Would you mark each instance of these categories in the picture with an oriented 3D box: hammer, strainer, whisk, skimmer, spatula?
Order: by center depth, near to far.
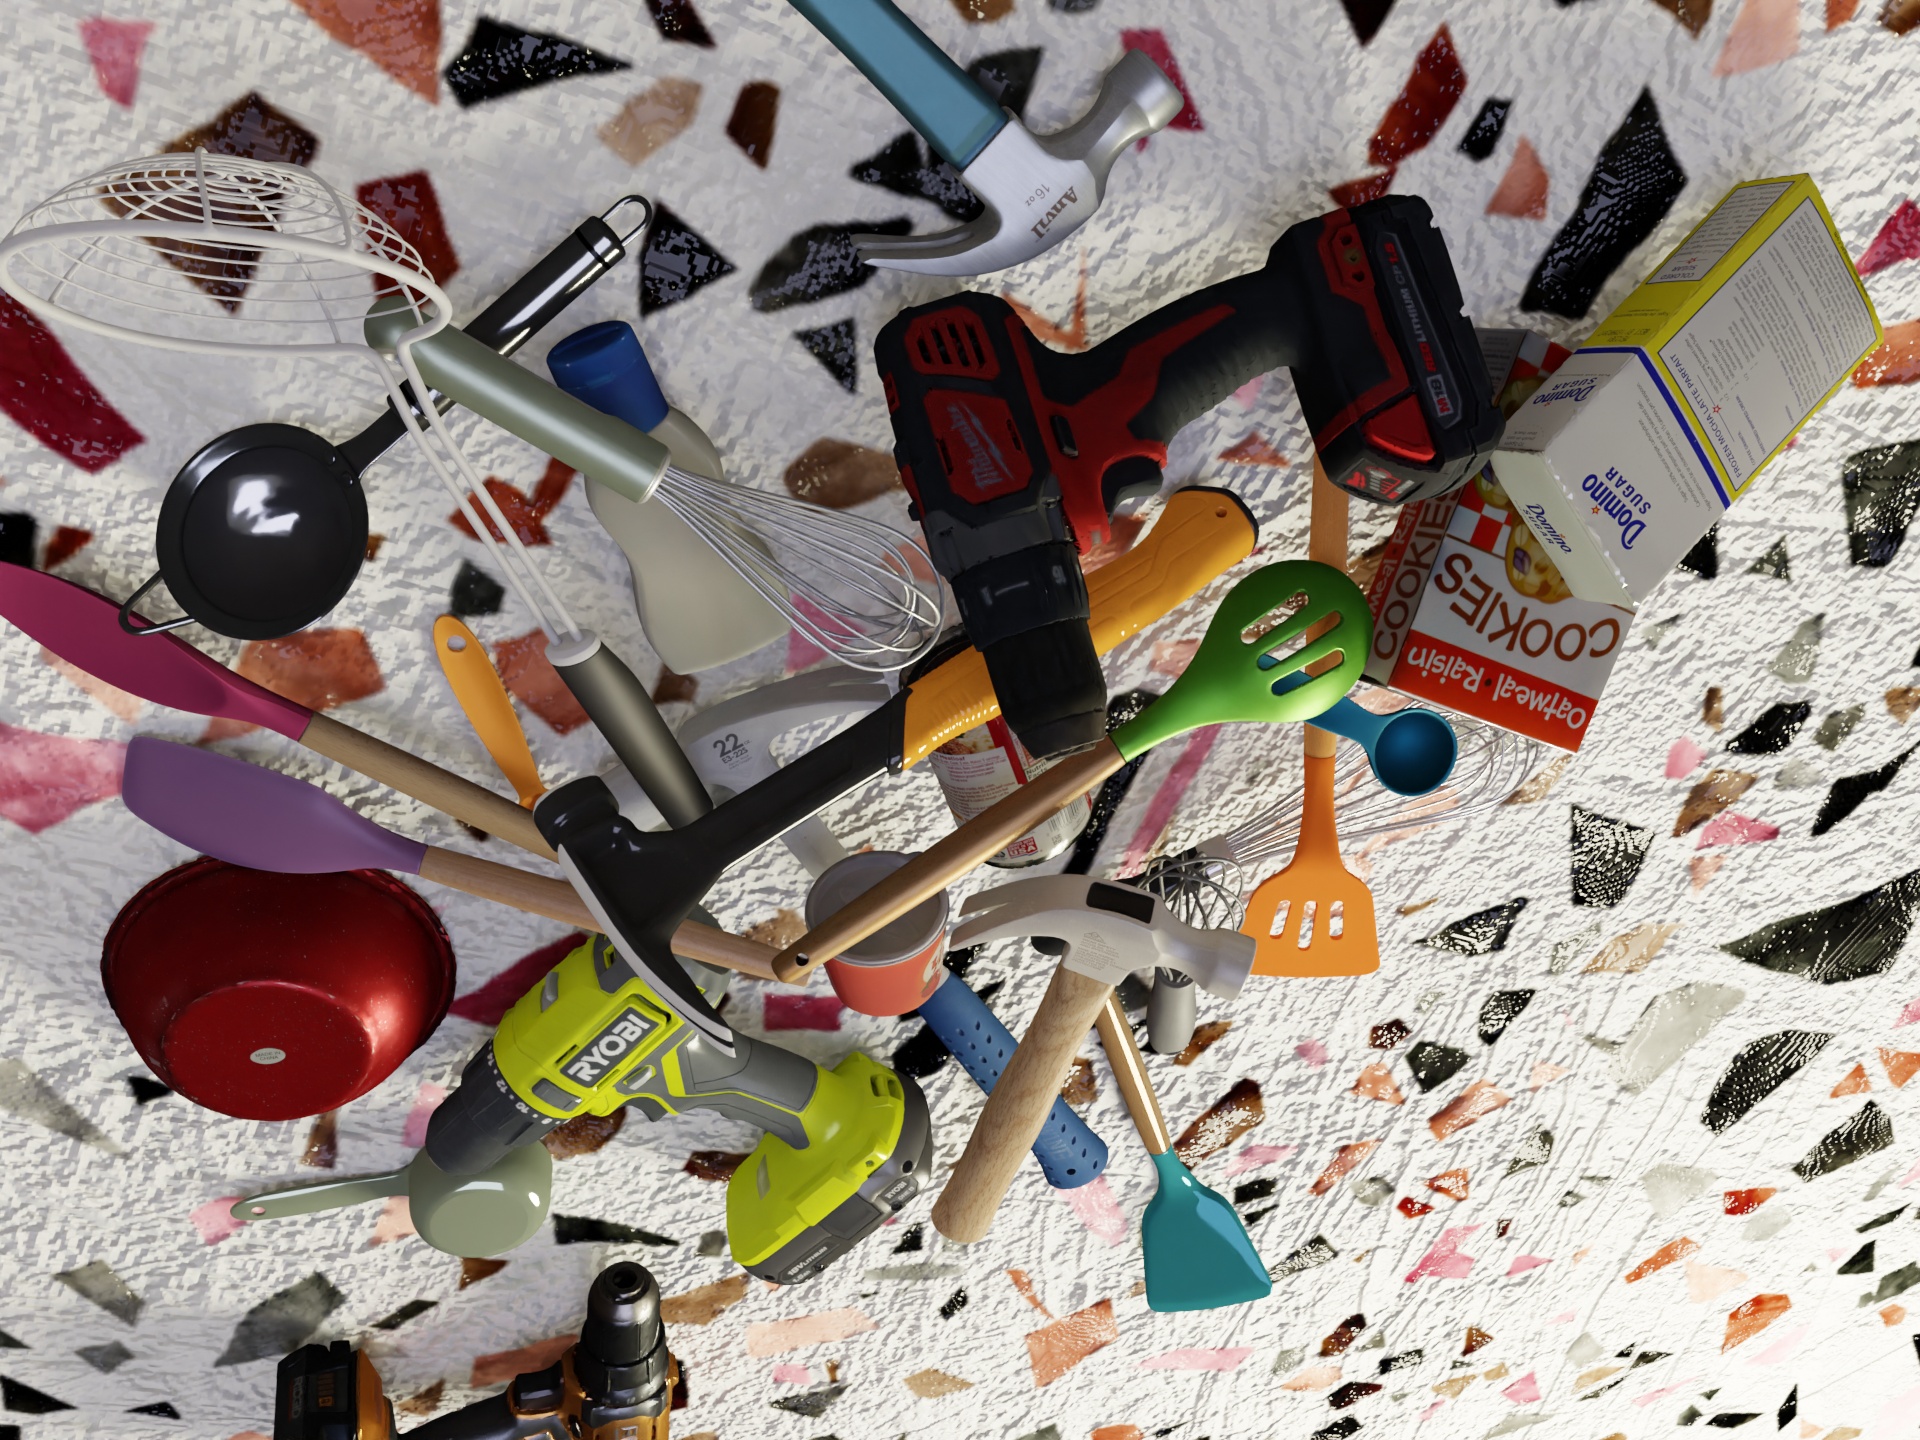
[{"bbox_3d":[-0.071,-0.279,0.545,0.330,0.033,0.128,36,108,-32],"label":"hammer"},{"bbox_3d":[-0.182,-0.048,0.580,0.127,0.090,0.362,-3,138,22],"label":"skimmer"},{"bbox_3d":[-0.110,-0.090,0.609,0.246,0.058,0.059,29,78,-21],"label":"whisk"},{"bbox_3d":[-0.217,-0.114,0.617,0.258,0.050,0.087,-39,81,7],"label":"strainer"},{"bbox_3d":[-0.001,-0.002,0.666,0.337,0.127,0.034,-33,157,-20],"label":"hammer"},{"bbox_3d":[-0.219,0.073,0.724,0.316,0.018,0.059,17,121,-9],"label":"spatula"},{"bbox_3d":[0.171,-0.011,0.763,0.081,0.041,0.322,0,109,5],"label":"spatula"},{"bbox_3d":[0.034,0.188,0.826,0.130,0.031,0.331,21,136,1],"label":"hammer"},{"bbox_3d":[0.164,0.058,0.833,0.284,0.070,0.070,-26,127,10],"label":"whisk"},{"bbox_3d":[0.116,0.129,0.834,0.055,0.055,0.238,-15,149,-5],"label":"whisk"},{"bbox_3d":[-0.017,0.131,0.843,0.144,0.035,0.405,-30,126,7],"label":"hammer"},{"bbox_3d":[0.115,0.248,0.955,0.082,0.044,0.317,-13,126,13],"label":"spatula"}]

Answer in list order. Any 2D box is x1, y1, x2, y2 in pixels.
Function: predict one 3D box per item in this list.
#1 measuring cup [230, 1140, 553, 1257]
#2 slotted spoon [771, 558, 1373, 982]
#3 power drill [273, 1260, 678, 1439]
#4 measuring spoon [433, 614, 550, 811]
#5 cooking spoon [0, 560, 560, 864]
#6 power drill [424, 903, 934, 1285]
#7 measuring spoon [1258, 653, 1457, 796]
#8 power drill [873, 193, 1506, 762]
[{"bbox_3d":[-0.305,0.264,0.857,0.167,0.038,0.083,-5,125,-14],"label":"measuring cup"},{"bbox_3d":[0.049,0.029,0.707,0.314,0.031,0.070,-33,94,2],"label":"slotted spoon"},{"bbox_3d":[-0.280,0.402,0.938,0.226,0.084,0.185,-2,124,-18],"label":"power drill"},{"bbox_3d":[-0.209,0.000,0.719,0.021,0.011,0.116,-18,123,-1],"label":"measuring spoon"},{"bbox_3d":[-0.258,0.014,0.686,0.318,0.017,0.069,30,144,-24],"label":"cooking spoon"},{"bbox_3d":[-0.145,0.208,0.839,0.190,0.080,0.228,-42,121,14],"label":"power drill"},{"bbox_3d":[0.170,-0.005,0.737,0.128,0.021,0.042,26,96,-9],"label":"measuring spoon"},{"bbox_3d":[0.093,-0.099,0.637,0.226,0.080,0.188,-17,86,-3],"label":"power drill"}]
